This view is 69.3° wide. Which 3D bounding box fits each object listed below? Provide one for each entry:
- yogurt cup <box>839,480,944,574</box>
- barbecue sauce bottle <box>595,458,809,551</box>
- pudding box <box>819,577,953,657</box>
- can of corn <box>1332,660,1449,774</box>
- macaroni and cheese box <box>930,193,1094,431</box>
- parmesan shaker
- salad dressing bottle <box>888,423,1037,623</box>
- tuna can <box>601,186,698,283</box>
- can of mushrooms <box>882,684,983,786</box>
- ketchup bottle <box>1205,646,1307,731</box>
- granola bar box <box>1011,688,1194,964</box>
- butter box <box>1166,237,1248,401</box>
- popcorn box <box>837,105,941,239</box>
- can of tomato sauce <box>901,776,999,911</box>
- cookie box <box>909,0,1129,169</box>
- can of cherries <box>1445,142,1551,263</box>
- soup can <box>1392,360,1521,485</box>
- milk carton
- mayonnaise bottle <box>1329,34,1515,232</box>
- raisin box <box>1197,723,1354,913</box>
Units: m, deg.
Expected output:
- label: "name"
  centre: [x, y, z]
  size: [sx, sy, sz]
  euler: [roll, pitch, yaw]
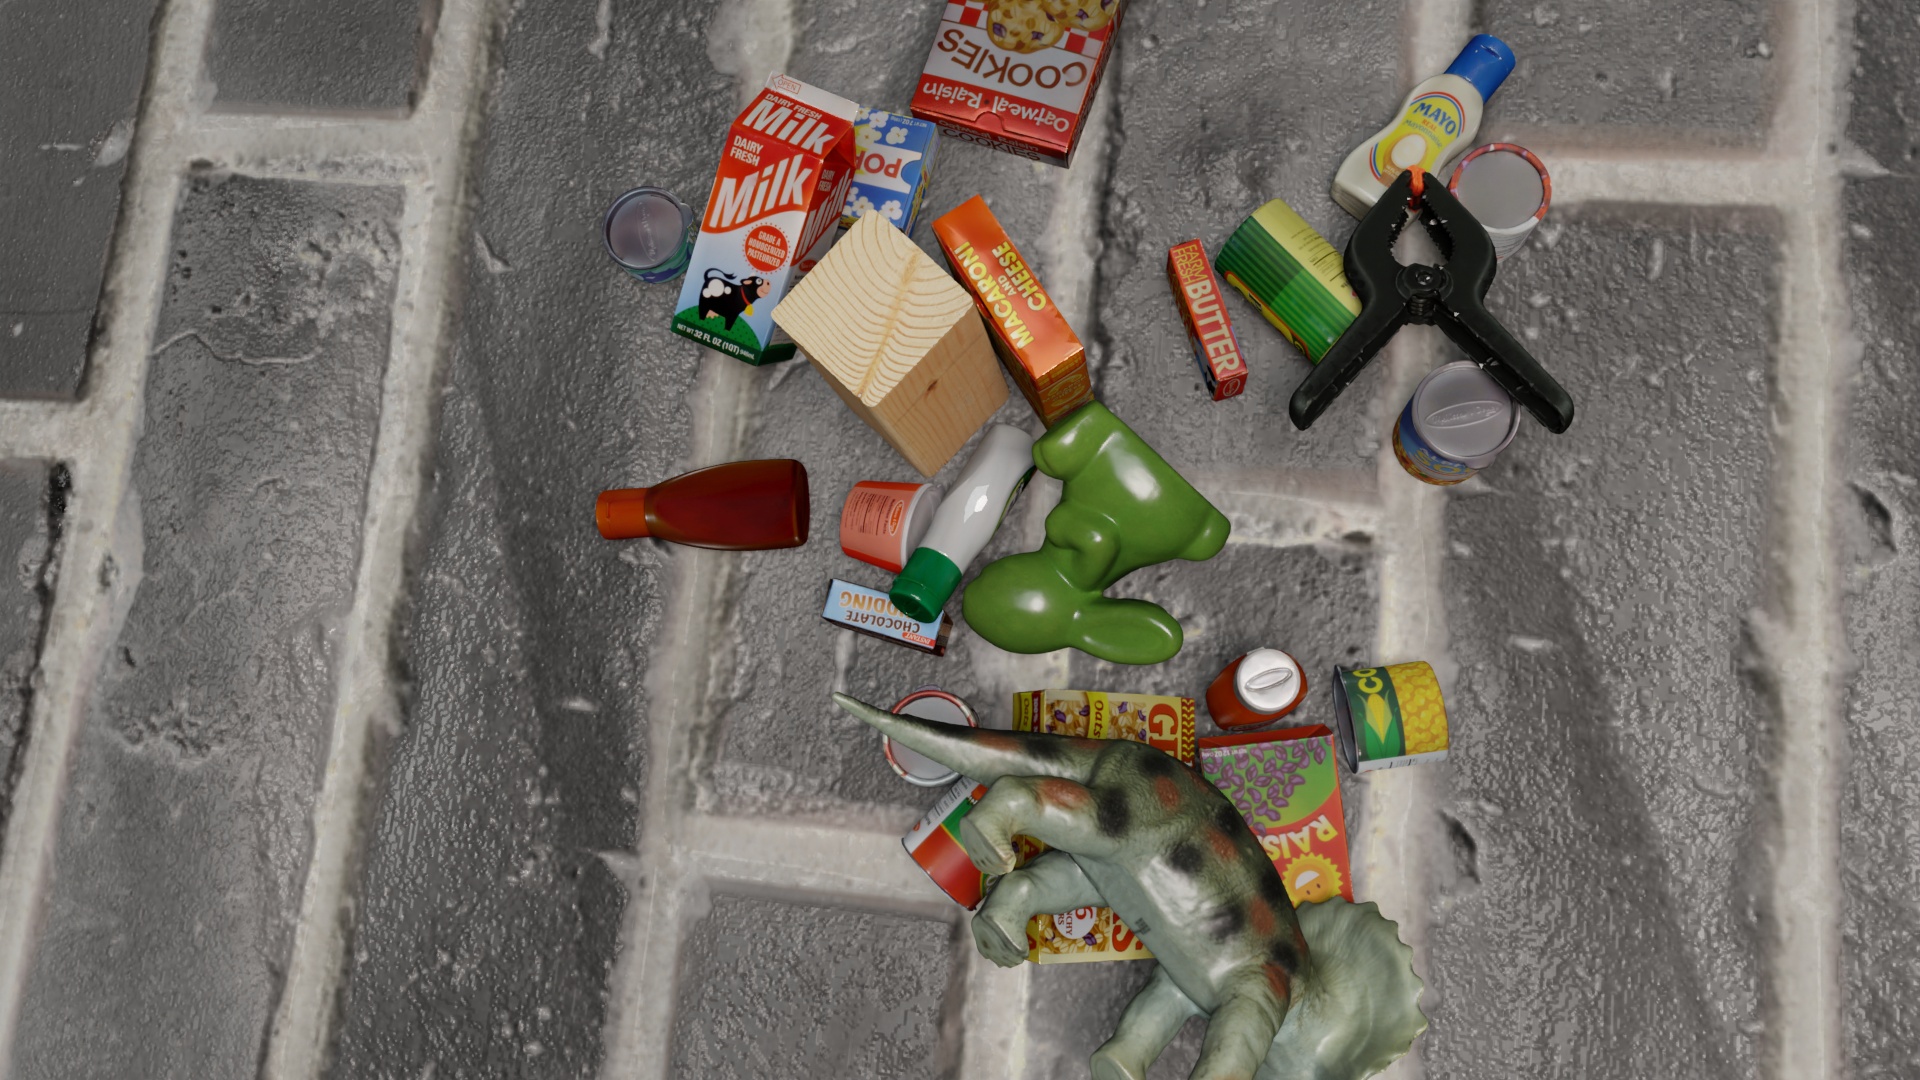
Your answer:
- label: "yogurt cup"
  centre: [-0.049, -0.011, 0.964]
  size: [0.054, 0.072, 0.072]
  euler: [11, 82, 18]
- label: "barbecue sauce bottle"
  centre: [-0.185, -0.023, 0.995]
  size: [0.148, 0.043, 0.065]
  euler: [-3, 80, 8]
- label: "pudding box"
  centre: [-0.050, 0.053, 0.959]
  size: [0.084, 0.049, 0.030]
  euler: [16, 82, 10]
- label: "can of corn"
  centre: [0.276, 0.111, 0.894]
  size: [0.058, 0.071, 0.071]
  euler: [-9, 79, 6]
- label: "macaroni and cheese box"
  centre: [0.039, -0.141, 0.921]
  size: [0.040, 0.166, 0.124]
  euler: [-33, 78, 3]
- label: "parmesan shaker"
  centre: [0.234, -0.176, 0.953]
  size: [0.071, 0.071, 0.103]
  euler: [-42, 77, 0]
- label: "salad dressing bottle"
  centre: [0.003, -0.012, 0.940]
  size: [0.044, 0.064, 0.148]
  euler: [34, 65, -3]
- label: "tuna can"
  centre: [-0.229, -0.230, 1.042]
  size: [0.071, 0.033, 0.071]
  euler: [-1, 80, 8]
- label: "can of mushrooms"
  centre: [-0.019, 0.133, 0.949]
  size: [0.071, 0.033, 0.071]
  euler: [-1, 81, 9]
- label: "ketchup bottle"
  centre: [0.187, 0.092, 0.868]
  size: [0.065, 0.148, 0.043]
  euler: [-21, 77, 4]
- label: "granola bar box"
  centre: [0.092, 0.181, 0.890]
  size: [0.124, 0.039, 0.165]
  euler: [7, 79, -30]
- label: "butter box"
  centre: [0.170, -0.152, 0.962]
  size: [0.024, 0.053, 0.103]
  euler: [-18, 78, 3]
- label: "popcorn box"
  centre: [-0.087, -0.277, 1.028]
  size: [0.127, 0.038, 0.085]
  euler: [16, 82, 11]
- label: "can of tomato sauce"
  centre: [0.014, 0.193, 0.918]
  size: [0.071, 0.071, 0.083]
  euler: [44, 88, 12]
- label: "cookie box"
  centre: [0.048, -0.371, 1.024]
  size: [0.123, 0.040, 0.167]
  euler: [18, 83, 11]
- label: "can of cherries"
  centre: [0.361, -0.231, 0.946]
  size: [0.071, 0.058, 0.071]
  euler: [-1, 81, 8]
- label: "soup can"
  centre: [0.324, -0.072, 0.911]
  size: [0.071, 0.083, 0.071]
  euler: [-1, 81, 8]
- label: "milk carton"
  centre: [-0.132, -0.225, 0.975]
  size: [0.072, 0.073, 0.190]
  euler: [24, 105, 9]
- label: "mayonnaise bottle"
  centre: [0.326, -0.286, 0.969]
  size: [0.065, 0.041, 0.148]
  euler: [39, 88, 10]
- label: "raisin box"
  centre: [0.203, 0.186, 0.894]
  size: [0.086, 0.040, 0.123]
  euler: [-7, 92, 6]
